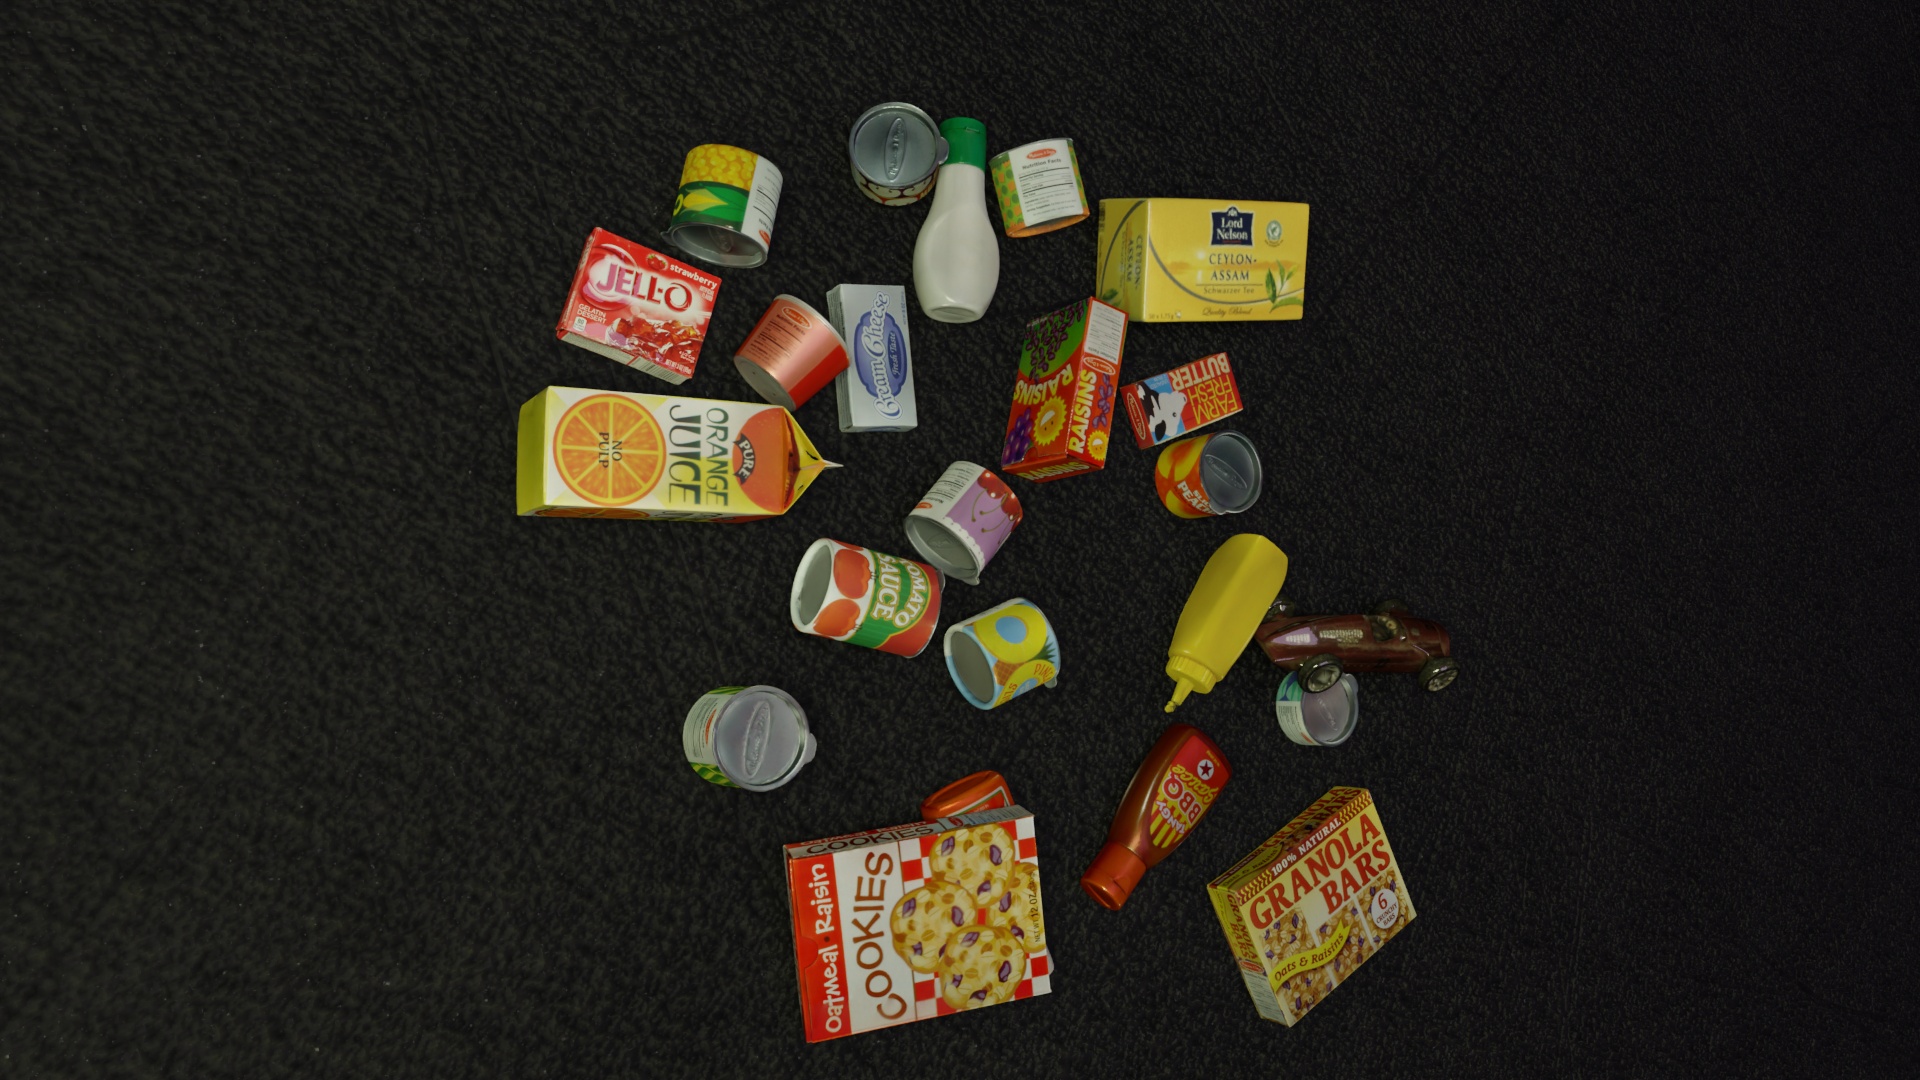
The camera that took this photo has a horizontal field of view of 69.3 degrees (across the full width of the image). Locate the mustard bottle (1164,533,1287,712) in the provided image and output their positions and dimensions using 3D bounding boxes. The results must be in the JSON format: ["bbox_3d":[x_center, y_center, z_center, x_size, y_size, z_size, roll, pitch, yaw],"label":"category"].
[{"bbox_3d":[0.202,0.070,1.104,0.049,0.065,0.161,37,73,-17],"label":"mustard bottle"}]

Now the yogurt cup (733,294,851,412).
[{"bbox_3d":[-0.115,-0.124,0.937,0.072,0.072,0.054,46,73,-19],"label":"yogurt cup"}]

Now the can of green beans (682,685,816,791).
[{"bbox_3d":[-0.139,0.127,0.896,0.071,0.057,0.071,4,82,-30],"label":"can of green beans"}]

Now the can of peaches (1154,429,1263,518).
[{"bbox_3d":[0.198,-0.050,1.116,0.071,0.058,0.071,3,84,-31],"label":"can of peaches"}]

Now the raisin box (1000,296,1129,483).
[{"bbox_3d":[0.077,-0.110,1.035,0.040,0.086,0.123,18,76,-30],"label":"raisin box"}]

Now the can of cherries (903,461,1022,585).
[{"bbox_3d":[0.004,-0.012,0.993,0.071,0.071,0.058,47,63,-18],"label":"can of cherries"}]

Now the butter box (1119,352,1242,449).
[{"bbox_3d":[0.181,-0.115,1.133,0.104,0.024,0.053,-23,97,-30],"label":"butter box"}]

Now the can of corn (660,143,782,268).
[{"bbox_3d":[-0.158,-0.222,0.922,0.071,0.071,0.058,17,76,-28],"label":"can of corn"}]

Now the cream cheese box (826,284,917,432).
[{"bbox_3d":[-0.063,-0.129,0.990,0.053,0.024,0.104,-4,86,-30],"label":"cream cheese box"}]

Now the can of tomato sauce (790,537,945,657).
[{"bbox_3d":[-0.063,0.038,0.944,0.083,0.071,0.071,16,77,-28],"label":"can of tomato sauce"}]

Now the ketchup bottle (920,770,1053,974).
[{"bbox_3d":[0.025,0.243,0.989,0.065,0.043,0.148,-23,97,-25],"label":"ketchup bottle"}]

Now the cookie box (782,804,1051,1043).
[{"bbox_3d":[-0.029,0.253,0.928,0.168,0.040,0.123,-6,93,-16],"label":"cookie box"}]

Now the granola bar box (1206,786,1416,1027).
[{"bbox_3d":[0.290,0.297,1.142,0.166,0.039,0.124,-27,99,-30],"label":"granola bar box"}]

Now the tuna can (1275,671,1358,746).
[{"bbox_3d":[0.302,0.138,1.170,0.071,0.032,0.071,4,83,-30],"label":"tuna can"}]

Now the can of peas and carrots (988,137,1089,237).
[{"bbox_3d":[0.060,-0.267,1.057,0.071,0.071,0.058,-15,93,-31],"label":"can of peas and carrots"}]

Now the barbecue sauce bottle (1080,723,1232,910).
[{"bbox_3d":[0.147,0.214,1.064,0.064,0.043,0.149,50,64,-18],"label":"barbecue sauce bottle"}]

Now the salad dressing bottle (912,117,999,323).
[{"bbox_3d":[-0.001,-0.237,1.029,0.064,0.044,0.148,7,79,-23],"label":"salad dressing bottle"}]

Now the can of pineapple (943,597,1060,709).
[{"bbox_3d":[0.030,0.082,0.996,0.058,0.071,0.071,-22,96,-30],"label":"can of pineapple"}]

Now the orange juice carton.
[{"bbox_3d":[-0.177,-0.050,0.886,0.193,0.071,0.073,2,84,-30],"label":"orange juice carton"}]

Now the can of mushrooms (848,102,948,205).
[{"bbox_3d":[-0.044,-0.276,0.997,0.071,0.033,0.071,1,78,-3],"label":"can of mushrooms"}]
